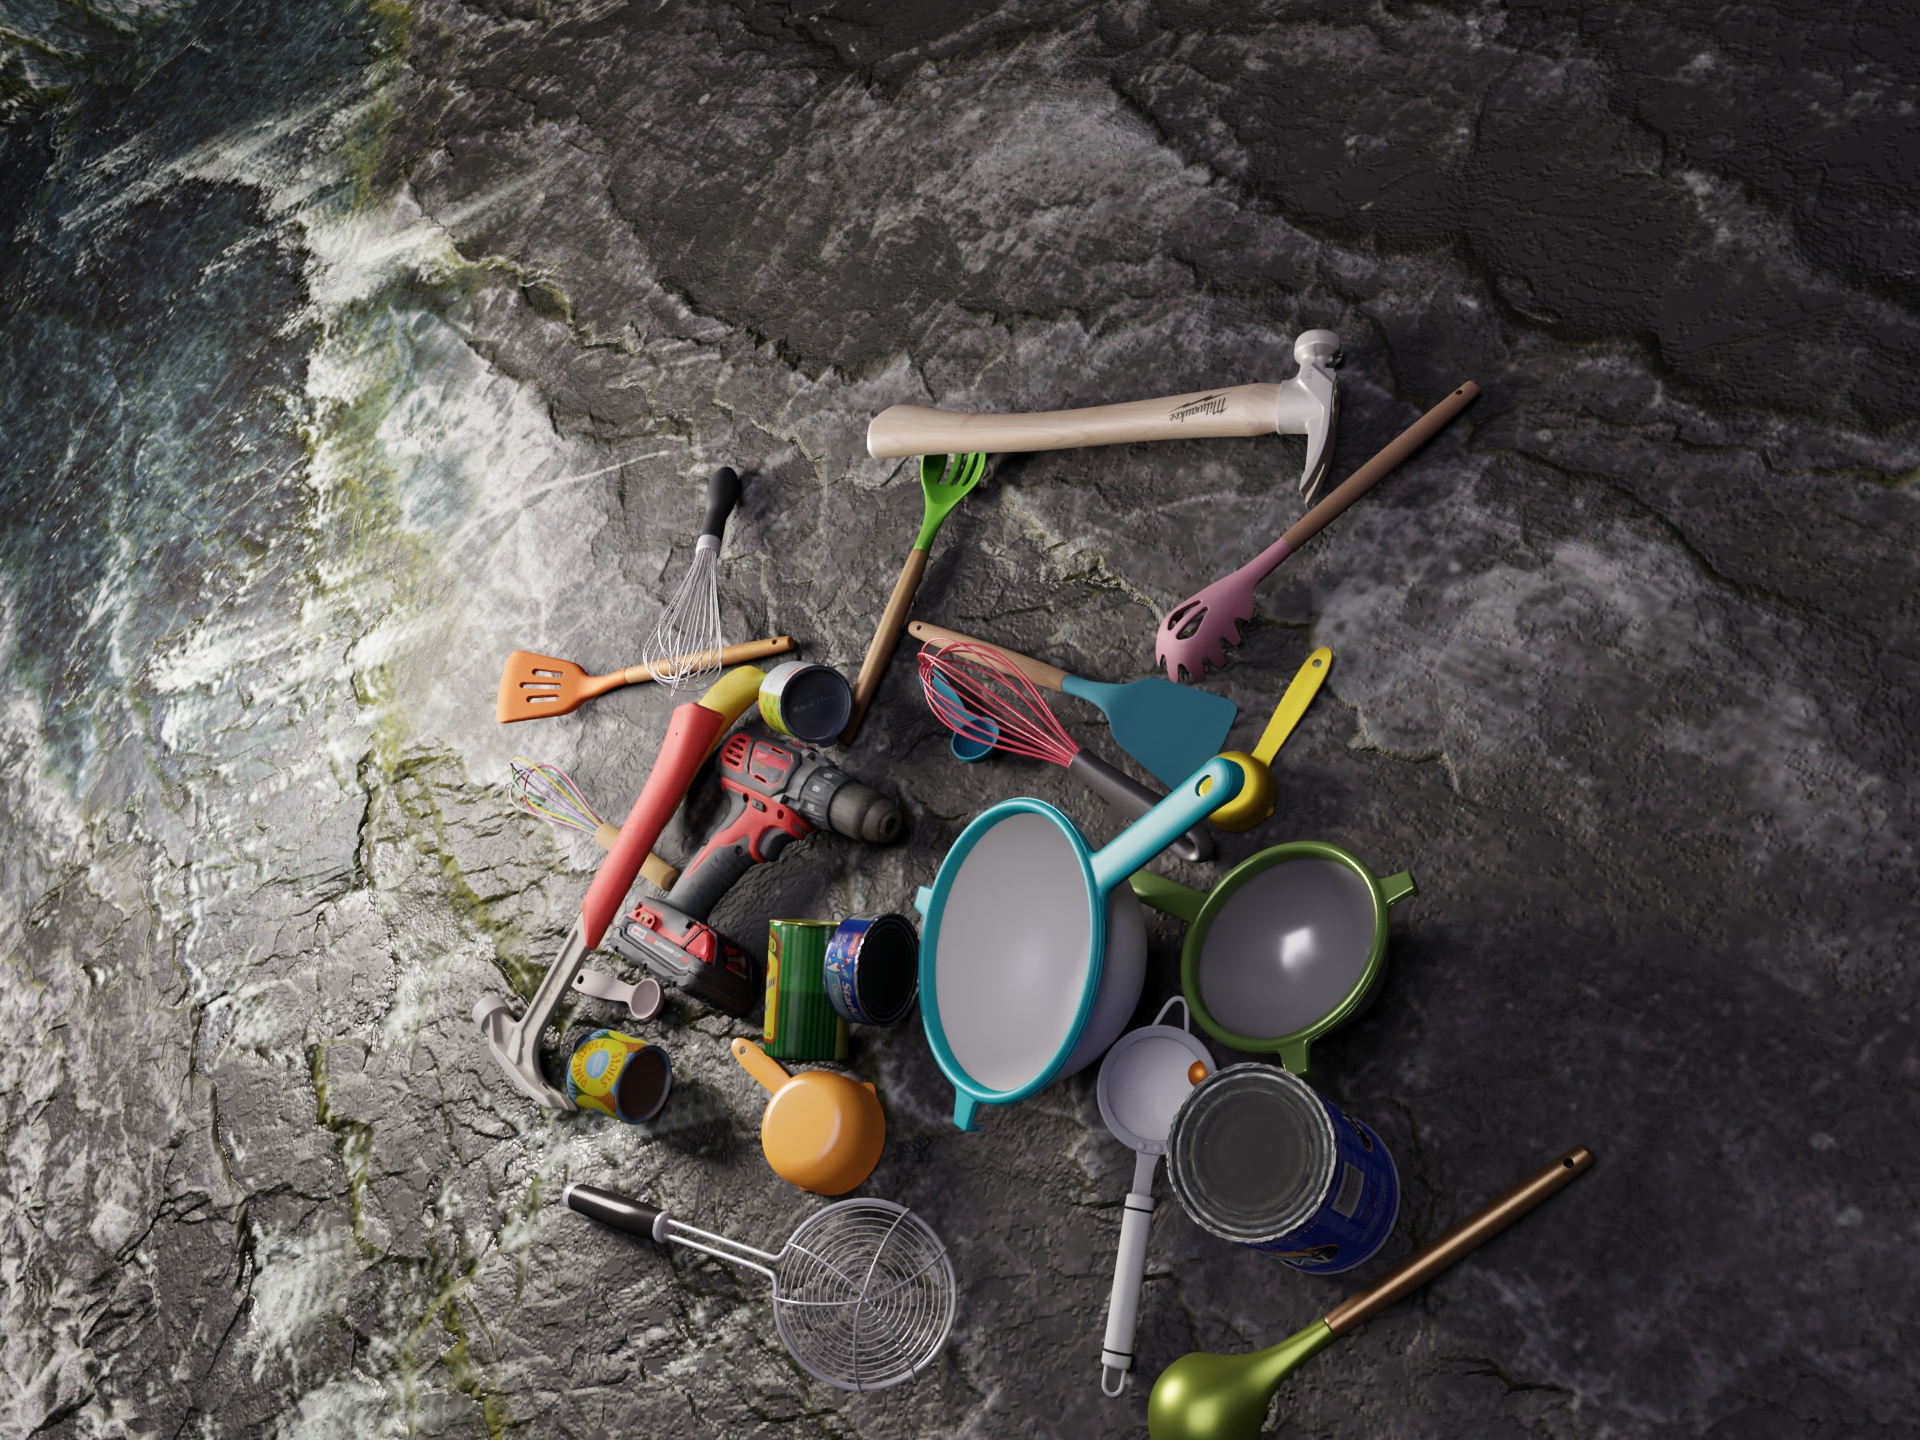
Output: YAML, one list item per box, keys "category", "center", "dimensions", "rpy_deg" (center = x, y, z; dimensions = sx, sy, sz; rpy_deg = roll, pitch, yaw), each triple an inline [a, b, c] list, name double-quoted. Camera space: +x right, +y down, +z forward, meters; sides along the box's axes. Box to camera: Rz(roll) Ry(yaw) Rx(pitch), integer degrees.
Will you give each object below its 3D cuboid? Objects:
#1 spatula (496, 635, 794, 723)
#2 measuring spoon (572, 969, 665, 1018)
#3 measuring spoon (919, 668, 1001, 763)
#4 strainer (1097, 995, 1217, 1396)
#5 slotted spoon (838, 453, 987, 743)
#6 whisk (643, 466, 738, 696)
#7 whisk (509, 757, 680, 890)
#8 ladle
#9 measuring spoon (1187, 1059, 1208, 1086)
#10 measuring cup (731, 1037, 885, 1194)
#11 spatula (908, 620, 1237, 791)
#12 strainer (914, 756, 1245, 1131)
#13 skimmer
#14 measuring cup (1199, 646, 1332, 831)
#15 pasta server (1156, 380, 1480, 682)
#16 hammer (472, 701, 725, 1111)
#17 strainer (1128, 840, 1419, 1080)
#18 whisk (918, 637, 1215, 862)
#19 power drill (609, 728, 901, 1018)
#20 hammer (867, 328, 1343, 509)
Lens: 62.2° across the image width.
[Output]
- category: "spatula"
  center: [-0.299, -0.050, 1.500]
  dimensions: [0.322, 0.041, 0.081]
  rpy_deg: [-10, 61, 26]
- category: "measuring spoon"
  center: [-0.295, 0.233, 1.373]
  dimensions: [0.124, 0.018, 0.034]
  rpy_deg: [6, 72, 41]
- category: "measuring spoon"
  center: [-0.002, -0.004, 1.315]
  dimensions: [0.042, 0.021, 0.129]
  rpy_deg: [-35, 43, -1]
- category: "strainer"
  center: [0.119, 0.313, 1.059]
  dimensions: [0.087, 0.050, 0.258]
  rpy_deg: [14, 75, -10]
- category: "slotted spoon"
  center: [-0.046, -0.125, 1.393]
  dimensions: [0.070, 0.031, 0.314]
  rpy_deg: [13, 75, 35]
- category: "whisk"
  center: [-0.241, -0.138, 1.484]
  dimensions: [0.070, 0.070, 0.285]
  rpy_deg: [-16, 47, 24]
- category: "whisk"
  center: [-0.338, 0.096, 1.455]
  dimensions: [0.245, 0.051, 0.047]
  rpy_deg: [28, 104, 34]
- category: "ladle"
  center: [0.249, 0.356, 0.965]
  dimensions: [0.320, 0.062, 0.078]
  rpy_deg: [-36, 53, 3]
- category: "measuring spoon"
  center: [0.165, 0.282, 1.043]
  dimensions: [0.011, 0.021, 0.117]
  rpy_deg: [-6, 75, -13]
- category: "measuring cup"
  center: [-0.134, 0.289, 1.217]
  dimensions: [0.174, 0.052, 0.095]
  rpy_deg: [33, 85, 36]
- category: "spatula"
  center: [0.072, -0.030, 1.276]
  dimensions: [0.318, 0.044, 0.082]
  rpy_deg: [23, 80, 42]
- category: "strainer"
  center: [0.099, 0.130, 1.079]
  dimensions: [0.340, 0.095, 0.211]
  rpy_deg: [-45, 44, 38]
- category: "skimmer"
  center: [-0.164, 0.399, 1.195]
  dimensions: [0.363, 0.090, 0.127]
  rpy_deg: [0, 69, 42]
- category: "measuring cup"
  center: [0.224, 0.008, 1.156]
  dimensions: [0.062, 0.029, 0.156]
  rpy_deg: [29, 85, 38]
- category: "pasta server"
  center: [0.271, -0.147, 1.213]
  dimensions: [0.316, 0.040, 0.060]
  rpy_deg: [-40, 52, 3]
- category: "hammer"
  center: [-0.297, 0.150, 1.366]
  dimensions: [0.149, 0.036, 0.359]
  rpy_deg: [33, 95, 39]
- category: "strainer"
  center: [0.195, 0.150, 1.091]
  dimensions: [0.256, 0.069, 0.151]
  rpy_deg: [19, 72, 54]
- category: "whisk"
  center: [0.076, 0.021, 1.213]
  dimensions: [0.296, 0.073, 0.073]
  rpy_deg: [36, 87, 29]
- category: "power drill"
  center: [-0.164, 0.126, 1.308]
  dimensions: [0.188, 0.080, 0.227]
  rpy_deg: [21, 75, 37]
- category: "hammer"
  center: [0.107, -0.238, 1.327]
  dimensions: [0.411, 0.038, 0.146]
  rpy_deg: [0, 68, 26]
